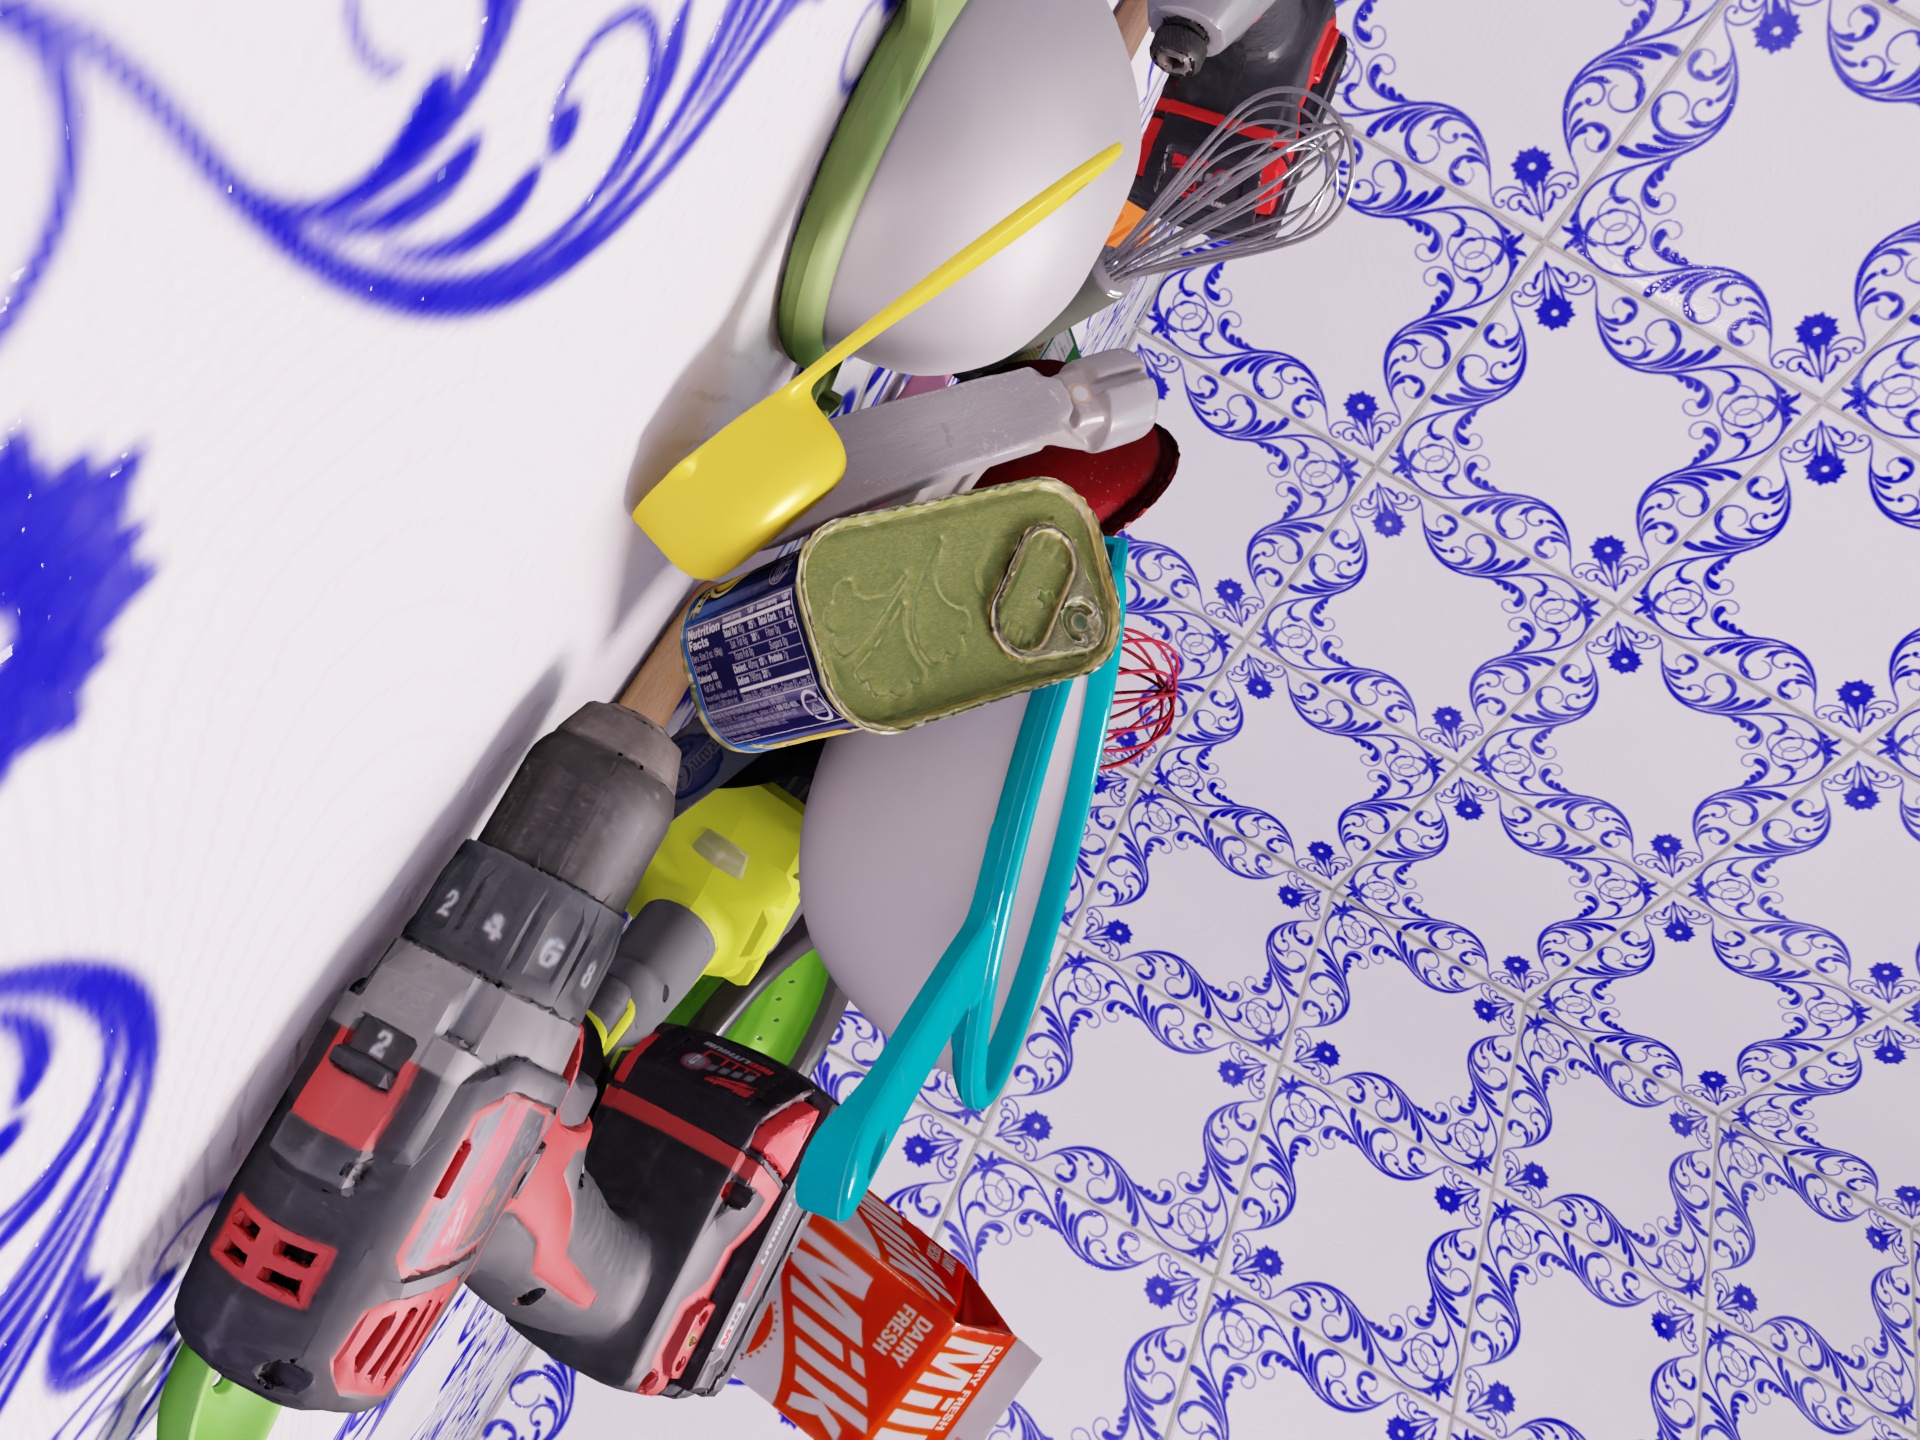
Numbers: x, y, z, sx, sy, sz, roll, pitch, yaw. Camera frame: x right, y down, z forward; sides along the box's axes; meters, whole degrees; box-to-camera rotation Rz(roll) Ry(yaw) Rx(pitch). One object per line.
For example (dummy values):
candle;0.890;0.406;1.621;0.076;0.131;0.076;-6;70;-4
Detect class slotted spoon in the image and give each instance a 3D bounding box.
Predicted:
slotted spoon;-0.153;0.086;0.494;0.314;0.031;0.070;-62;173;-19

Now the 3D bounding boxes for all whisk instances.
whisk;-0.001;-0.002;0.722;0.295;0.073;0.073;-9;141;-41
whisk;0.071;-0.200;0.695;0.058;0.059;0.246;-38;-167;-38

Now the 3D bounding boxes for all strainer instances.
strainer;0.016;-0.161;0.411;0.151;0.069;0.256;-60;-179;-6
strainer;-0.022;0.054;0.552;0.340;0.095;0.211;-50;152;-66

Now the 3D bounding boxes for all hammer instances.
hammer;-0.054;-0.040;0.648;0.149;0.037;0.359;-21;171;-23

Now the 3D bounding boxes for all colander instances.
colander;-0.103;0.106;0.869;0.397;0.094;0.204;-55;163;-11

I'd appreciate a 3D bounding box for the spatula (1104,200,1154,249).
spatula;0.022;-0.194;0.932;0.323;0.041;0.081;-58;169;-16

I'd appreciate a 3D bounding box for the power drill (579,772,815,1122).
power drill;-0.136;0.105;0.658;0.223;0.080;0.171;-55;177;-47

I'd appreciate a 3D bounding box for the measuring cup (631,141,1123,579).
measuring cup;-0.017;-0.087;0.404;0.156;0.029;0.062;-34;-172;17

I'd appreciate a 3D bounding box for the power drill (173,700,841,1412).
power drill;-0.110;0.113;0.483;0.188;0.080;0.226;-64;157;-16

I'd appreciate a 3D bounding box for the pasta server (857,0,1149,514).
pasta server;0.027;-0.208;0.712;0.316;0.040;0.060;-61;-152;-3

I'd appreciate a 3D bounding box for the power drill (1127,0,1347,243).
power drill;0.119;-0.300;0.682;0.219;0.078;0.143;46;66;-78
